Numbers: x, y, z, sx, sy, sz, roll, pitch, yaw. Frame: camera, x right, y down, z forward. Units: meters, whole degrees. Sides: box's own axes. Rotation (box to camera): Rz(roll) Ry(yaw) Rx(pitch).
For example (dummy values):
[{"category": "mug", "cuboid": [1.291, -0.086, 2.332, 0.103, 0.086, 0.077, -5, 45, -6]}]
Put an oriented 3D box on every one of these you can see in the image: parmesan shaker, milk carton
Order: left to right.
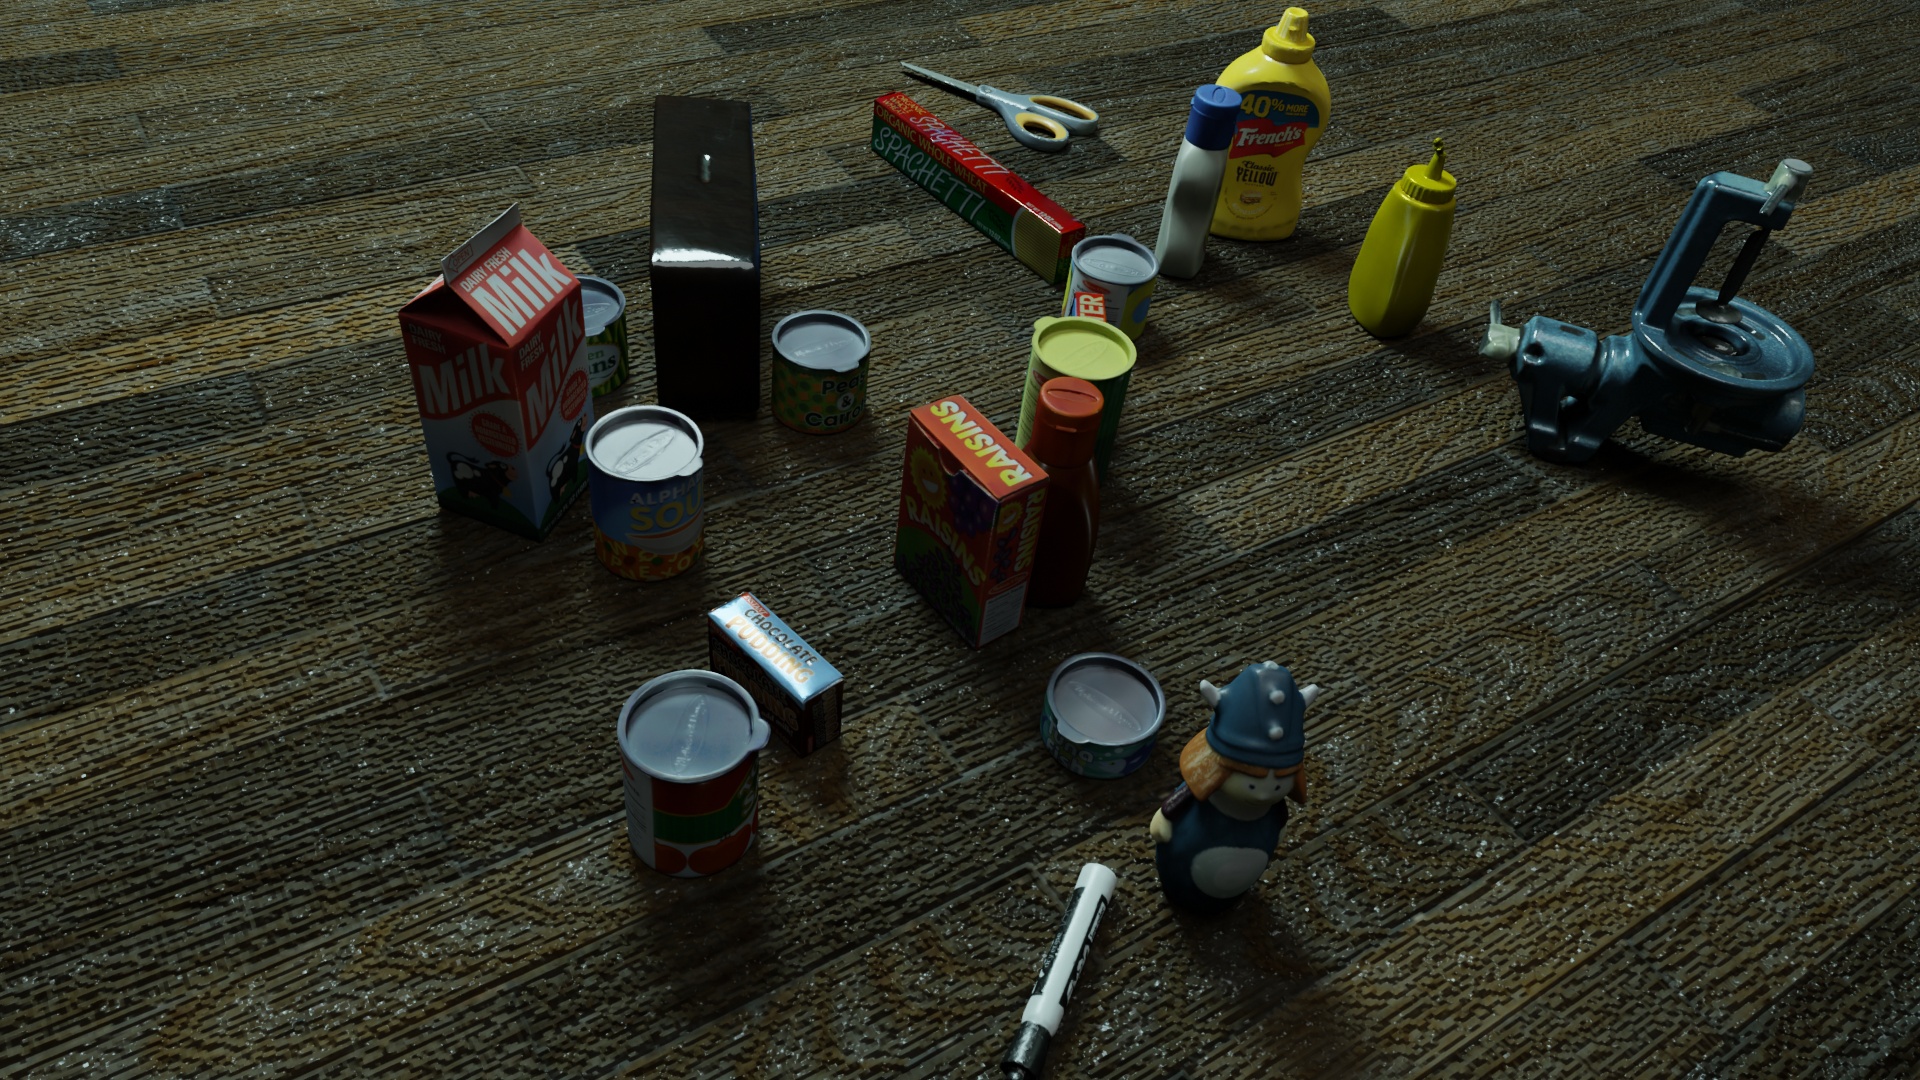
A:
[{"category": "milk carton", "cuboid": [-0.265, -0.097, 0.802, 0.073, 0.189, 0.073, 18, 44, 10]}, {"category": "parmesan shaker", "cuboid": [0.071, -0.087, 0.909, 0.071, 0.102, 0.072, 5, 44, -4]}]

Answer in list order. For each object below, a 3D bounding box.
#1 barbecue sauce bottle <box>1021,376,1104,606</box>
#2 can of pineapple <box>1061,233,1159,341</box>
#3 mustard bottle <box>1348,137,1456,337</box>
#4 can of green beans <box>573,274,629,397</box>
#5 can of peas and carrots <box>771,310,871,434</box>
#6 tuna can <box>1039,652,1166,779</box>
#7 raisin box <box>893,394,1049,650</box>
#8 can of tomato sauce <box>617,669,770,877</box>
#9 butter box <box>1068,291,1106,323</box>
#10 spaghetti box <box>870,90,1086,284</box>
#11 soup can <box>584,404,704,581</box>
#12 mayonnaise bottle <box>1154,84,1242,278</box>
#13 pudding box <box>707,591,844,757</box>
[{"category": "barbecue sauce bottle", "cuboid": [0.053, -0.026, 0.811, 0.065, 0.147, 0.044, 12, 44, 3]}, {"category": "can of pineapple", "cuboid": [0.114, -0.191, 1.057, 0.071, 0.057, 0.071, 5, 44, -4]}, {"category": "mustard bottle", "cuboid": [0.346, -0.234, 1.066, 0.049, 0.159, 0.065, -9, 47, -18]}, {"category": "can of green beans", "cuboid": [-0.259, -0.138, 0.941, 0.071, 0.057, 0.071, 5, 44, -4]}, {"category": "can of peas and carrots", "cuboid": [-0.094, -0.112, 0.941, 0.071, 0.058, 0.071, 5, 44, -4]}, {"category": "tuna can", "cuboid": [0.077, 0.098, 0.769, 0.071, 0.032, 0.071, 5, 44, -4]}, {"category": "raisin box", "cuboid": [0.003, -0.010, 0.804, 0.040, 0.122, 0.086, -23, 52, -29]}, {"category": "can of tomato sauce", "cuboid": [-0.130, 0.115, 0.681, 0.071, 0.082, 0.071, 5, 44, -4]}, {"category": "butter box", "cuboid": [0.089, -0.127, 0.990, 0.024, 0.052, 0.104, 6, 44, -3]}, {"category": "spaghetti box", "cuboid": [0.009, -0.297, 1.156, 0.029, 0.049, 0.251, -26, 53, -31]}, {"category": "soup can", "cuboid": [-0.182, -0.026, 0.818, 0.071, 0.083, 0.072, 5, 44, -4]}, {"category": "mayonnaise bottle", "cuboid": [0.188, -0.284, 1.101, 0.041, 0.147, 0.065, 14, 44, 5]}, {"category": "pudding box", "cuboid": [-0.101, 0.072, 0.755, 0.030, 0.049, 0.084, -31, 56, -34]}]
